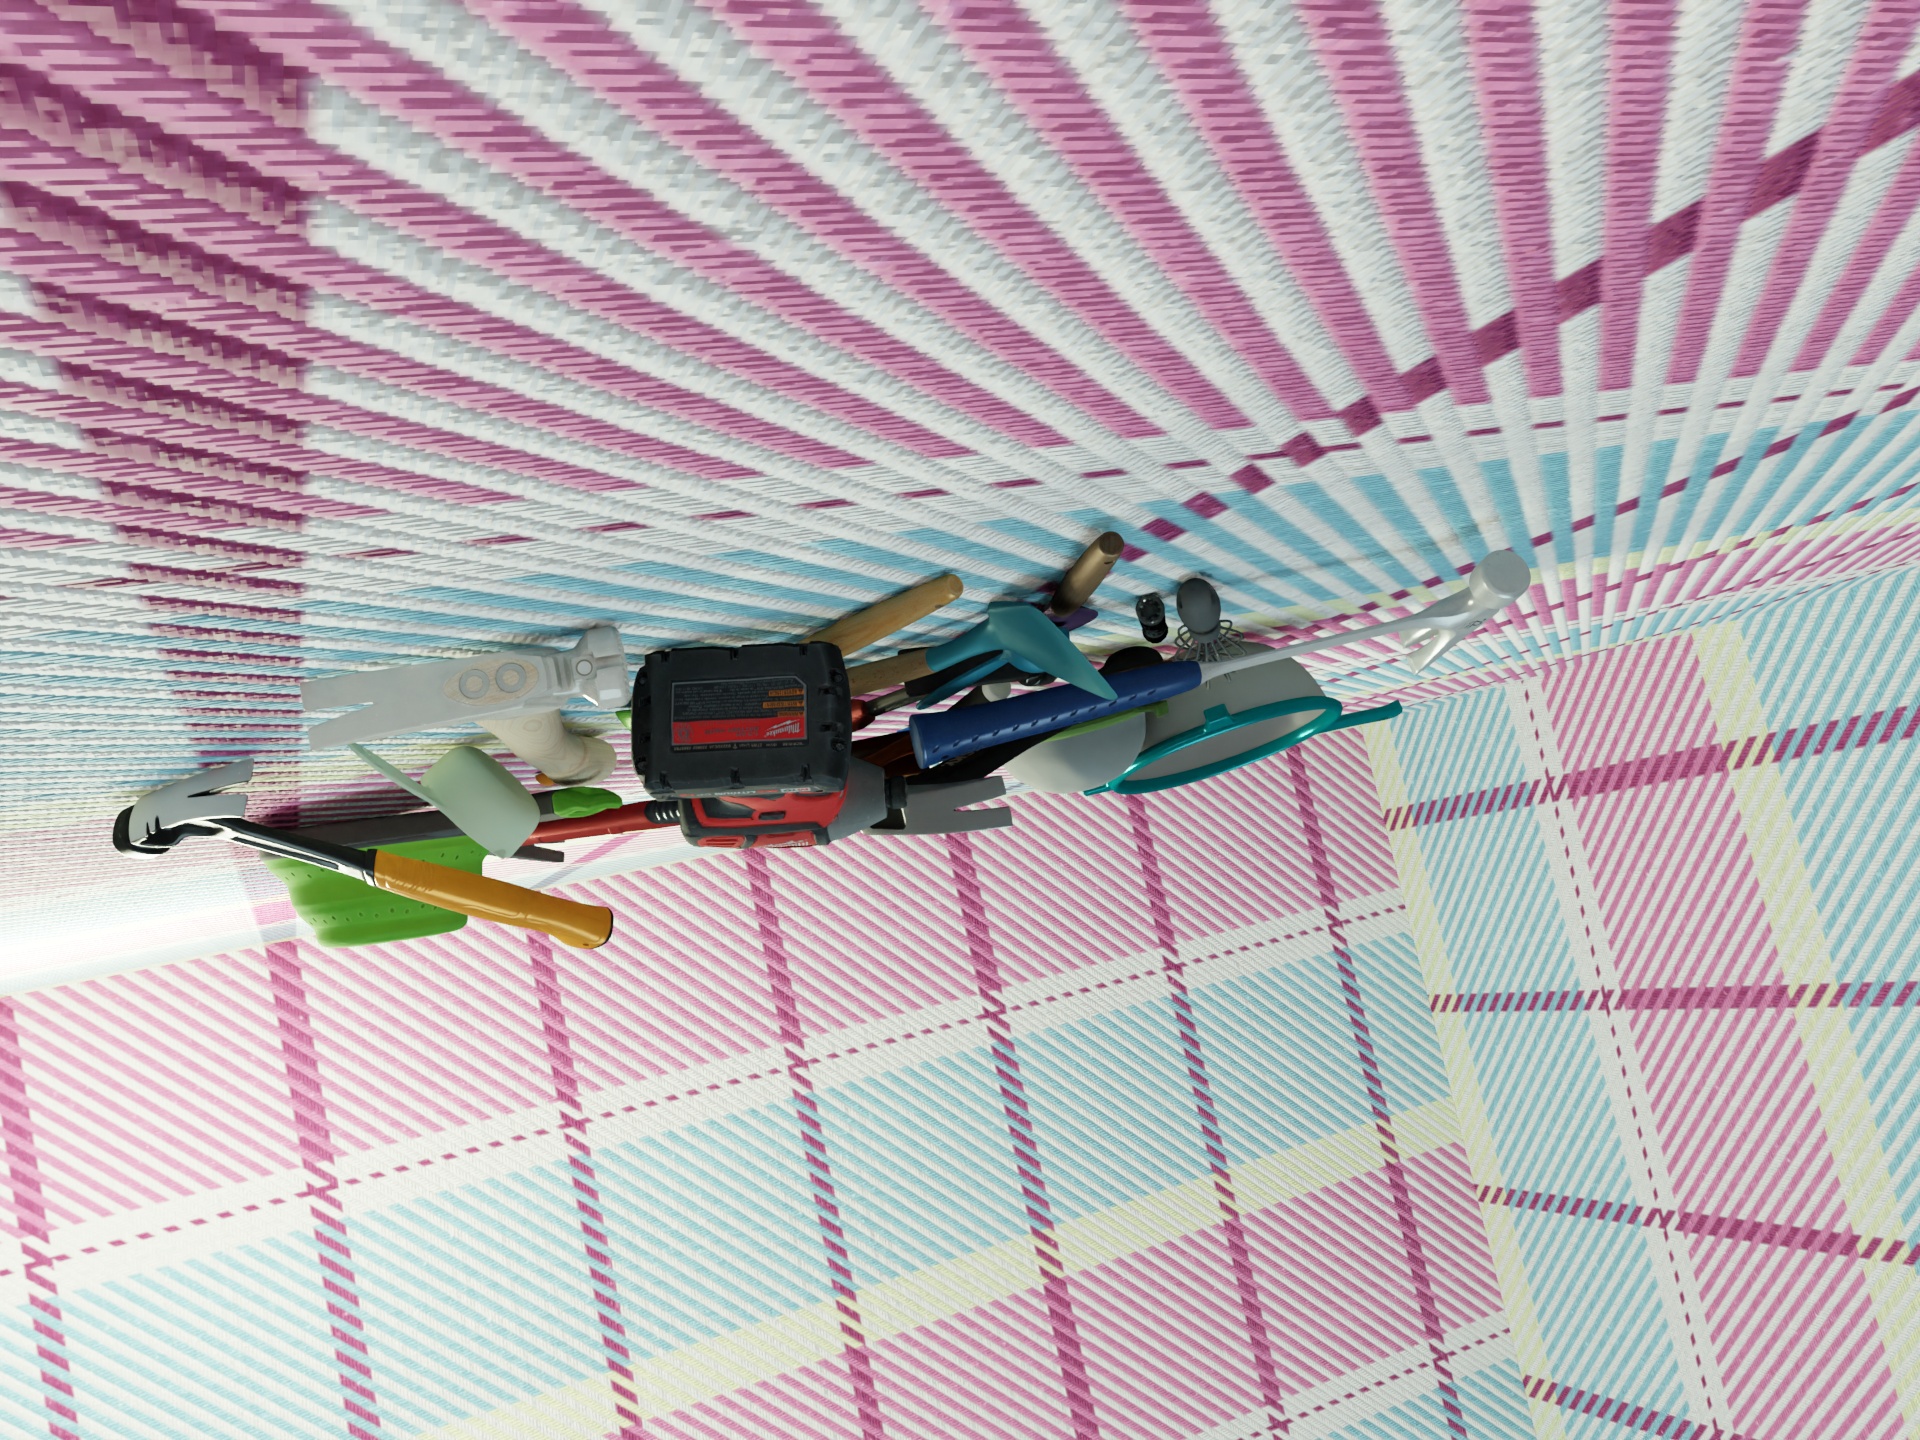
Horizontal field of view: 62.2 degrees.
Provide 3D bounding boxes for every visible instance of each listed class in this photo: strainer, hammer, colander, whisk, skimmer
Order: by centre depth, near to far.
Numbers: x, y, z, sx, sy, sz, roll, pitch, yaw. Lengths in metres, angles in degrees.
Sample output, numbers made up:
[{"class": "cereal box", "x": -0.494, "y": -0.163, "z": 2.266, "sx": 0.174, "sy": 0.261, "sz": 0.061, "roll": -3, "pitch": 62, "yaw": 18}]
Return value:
[{"class": "hammer", "x": -0.255, "y": 0.009, "z": 0.920, "sx": 0.146, "sy": 0.038, "sz": 0.410, "roll": -10, "pitch": 174, "yaw": -10}, {"class": "hammer", "x": -0.356, "y": 0.099, "z": 1.035, "sx": 0.127, "sy": 0.034, "sz": 0.336, "roll": -17, "pitch": 152, "yaw": 33}, {"class": "hammer", "x": 0.165, "y": -0.030, "z": 1.051, "sx": 0.405, "sy": 0.035, "sz": 0.144, "roll": -13, "pitch": 164, "yaw": -10}, {"class": "whisk", "x": 0.166, "y": -0.061, "z": 1.088, "sx": 0.055, "sy": 0.055, "sz": 0.239, "roll": -13, "pitch": 170, "yaw": 9}, {"class": "hammer", "x": 0.053, "y": 0.008, "z": 1.151, "sx": 0.146, "sy": 0.035, "sz": 0.335, "roll": -1, "pitch": -161, "yaw": 39}, {"class": "colander", "x": -0.380, "y": 0.112, "z": 1.175, "sx": 0.397, "sy": 0.094, "sz": 0.204, "roll": -10, "pitch": 176, "yaw": 40}, {"class": "hammer", "x": -0.099, "y": 0.002, "z": 1.187, "sx": 0.149, "sy": 0.037, "sz": 0.359, "roll": -7, "pitch": 172, "yaw": -45}, {"class": "hammer", "x": -0.245, "y": 0.079, "z": 1.312, "sx": 0.386, "sy": 0.038, "sz": 0.143, "roll": -9, "pitch": 166, "yaw": 29}, {"class": "strainer", "x": 0.086, "y": 0.017, "z": 1.352, "sx": 0.151, "sy": 0.069, "sz": 0.256, "roll": -14, "pitch": -174, "yaw": -2}, {"class": "skimmer", "x": -0.061, "y": 0.011, "z": 1.403, "sx": 0.127, "sy": 0.090, "sz": 0.363, "roll": -1, "pitch": 159, "yaw": -30}, {"class": "strainer", "x": 0.268, "y": -0.022, "z": 1.422, "sx": 0.340, "sy": 0.095, "sz": 0.211, "roll": -9, "pitch": 164, "yaw": -36}]

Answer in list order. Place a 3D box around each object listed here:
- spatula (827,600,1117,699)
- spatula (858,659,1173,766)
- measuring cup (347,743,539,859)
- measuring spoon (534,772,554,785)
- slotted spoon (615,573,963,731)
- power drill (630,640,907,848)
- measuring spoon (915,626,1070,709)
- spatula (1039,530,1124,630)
[{"class": "spatula", "x": -0.040, "y": -0.026, "z": 0.989, "sx": 0.317, "sy": 0.044, "sz": 0.082, "roll": -13, "pitch": 133, "yaw": 42}, {"class": "spatula", "x": -0.002, "y": -0.003, "z": 1.084, "sx": 0.322, "sy": 0.041, "sz": 0.081, "roll": -16, "pitch": 173, "yaw": -15}, {"class": "measuring cup", "x": -0.315, "y": 0.033, "z": 0.978, "sx": 0.038, "sy": 0.083, "sz": 0.167, "roll": -45, "pitch": 155, "yaw": -5}, {"class": "measuring spoon", "x": -0.319, "y": 0.050, "z": 1.297, "sx": 0.021, "sy": 0.011, "sz": 0.117, "roll": -13, "pitch": 174, "yaw": 4}, {"class": "slotted spoon", "x": -0.103, "y": -0.030, "z": 0.912, "sx": 0.070, "sy": 0.031, "sz": 0.314, "roll": -2, "pitch": 168, "yaw": -42}, {"class": "power drill", "x": -0.106, "y": 0.027, "z": 0.926, "sx": 0.143, "sy": 0.079, "sz": 0.219, "roll": -3, "pitch": 164, "yaw": 1}, {"class": "measuring spoon", "x": 0.019, "y": -0.024, "z": 0.997, "sx": 0.128, "sy": 0.021, "sz": 0.042, "roll": -28, "pitch": 165, "yaw": 39}, {"class": "spatula", "x": 0.064, "y": -0.071, "z": 0.912, "sx": 0.060, "sy": 0.018, "sz": 0.316, "roll": -12, "pitch": 176, "yaw": -4}]
